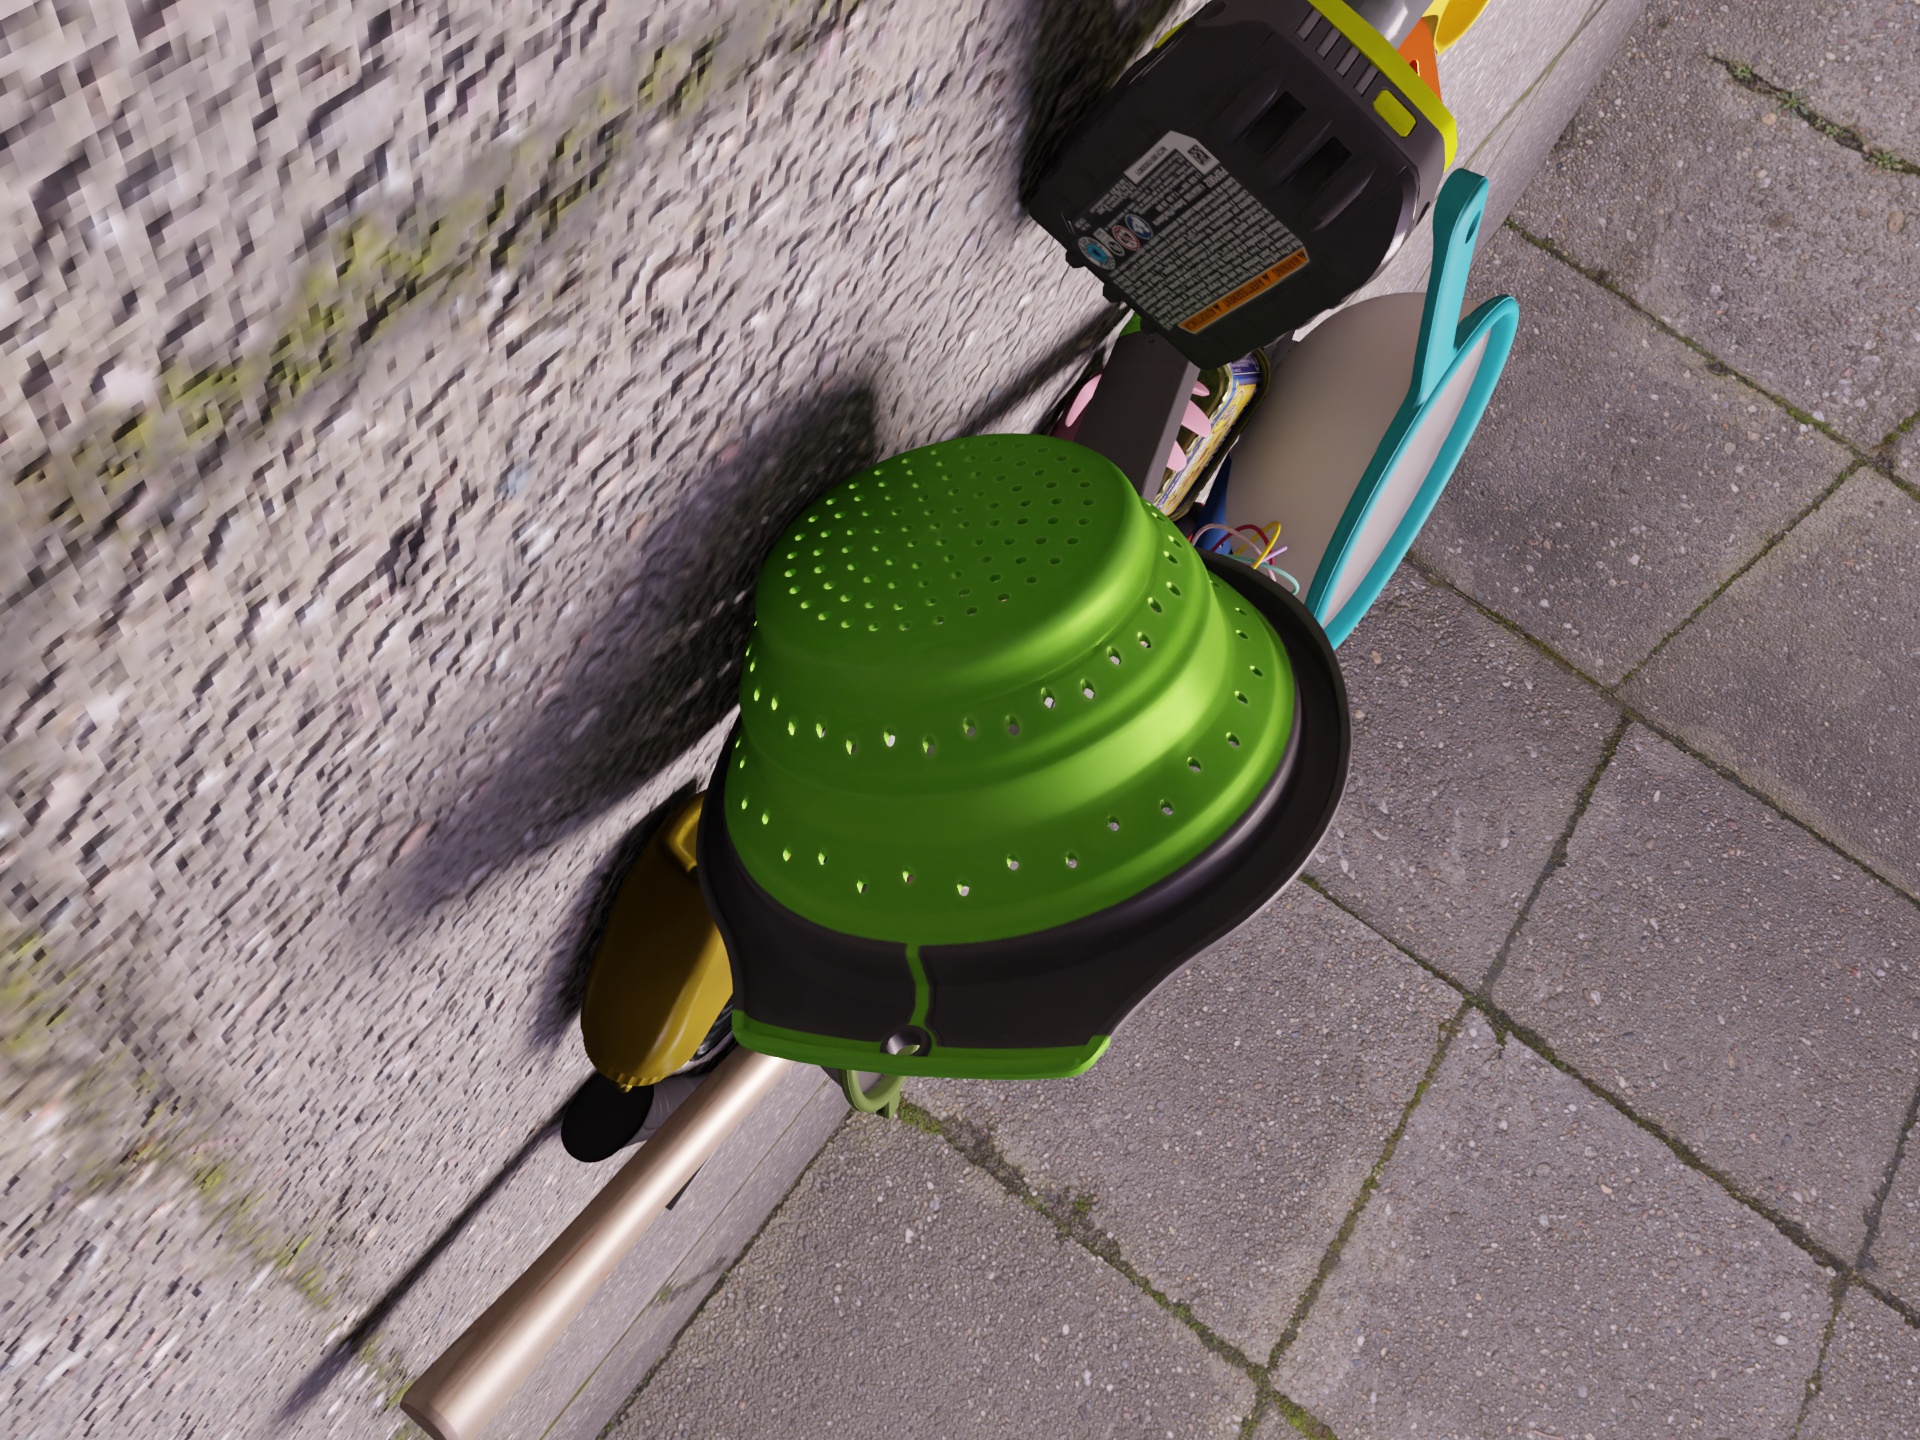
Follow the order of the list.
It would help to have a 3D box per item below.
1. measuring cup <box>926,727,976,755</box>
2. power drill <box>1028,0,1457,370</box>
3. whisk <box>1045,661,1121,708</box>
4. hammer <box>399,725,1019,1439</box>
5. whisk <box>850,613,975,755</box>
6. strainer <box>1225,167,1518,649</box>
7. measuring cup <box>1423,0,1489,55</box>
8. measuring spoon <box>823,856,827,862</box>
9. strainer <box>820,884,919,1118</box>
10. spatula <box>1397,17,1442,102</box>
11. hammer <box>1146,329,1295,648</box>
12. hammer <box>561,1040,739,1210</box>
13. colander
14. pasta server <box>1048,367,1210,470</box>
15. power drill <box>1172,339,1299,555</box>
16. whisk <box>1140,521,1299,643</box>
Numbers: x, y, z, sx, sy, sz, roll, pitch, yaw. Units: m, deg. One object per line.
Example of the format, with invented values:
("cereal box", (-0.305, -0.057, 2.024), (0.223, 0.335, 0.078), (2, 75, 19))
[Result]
("measuring cup", (-0.001, -0.002, 0.762), (0.038, 0.083, 0.168), (-21, -155, 40))
("power drill", (0.126, -0.215, 0.437), (0.223, 0.080, 0.171), (-53, -168, -10))
("whisk", (0.085, -0.083, 0.846), (0.055, 0.055, 0.239), (2, 107, -80))
("hammer", (-0.090, 0.152, 0.734), (0.411, 0.038, 0.146), (-46, 169, -37))
("whisk", (-0.024, -0.005, 0.640), (0.246, 0.059, 0.058), (-47, 177, 6))
("strainer", (0.193, -0.166, 0.788), (0.211, 0.095, 0.340), (-55, 161, -12))
("measuring cup", (0.197, -0.328, 0.705), (0.156, 0.029, 0.062), (-29, 155, -44))
("measuring spoon", (-0.063, 0.063, 0.865), (0.042, 0.021, 0.128), (-54, 163, 6))
("strainer", (-0.080, 0.144, 0.932), (0.256, 0.069, 0.151), (48, 55, -66))
("spatula", (0.196, -0.321, 0.589), (0.081, 0.041, 0.322), (-37, 162, -21))
("hammer", (0.169, -0.166, 0.949), (0.144, 0.035, 0.405), (-47, 161, -37))
("hammer", (-0.157, 0.212, 0.865), (0.146, 0.035, 0.334), (-54, 172, -7))
("colander", (0.028, -0.072, 0.520), (0.397, 0.204, 0.094), (-67, 148, -44))
("pasta server", (-0.008, -0.033, 0.680), (0.316, 0.060, 0.040), (-51, 138, 0))
("power drill", (0.202, -0.152, 1.063), (0.078, 0.143, 0.219), (-48, 177, -41))
("whisk", (0.123, -0.066, 0.863), (0.245, 0.051, 0.047), (152, -53, -78))
